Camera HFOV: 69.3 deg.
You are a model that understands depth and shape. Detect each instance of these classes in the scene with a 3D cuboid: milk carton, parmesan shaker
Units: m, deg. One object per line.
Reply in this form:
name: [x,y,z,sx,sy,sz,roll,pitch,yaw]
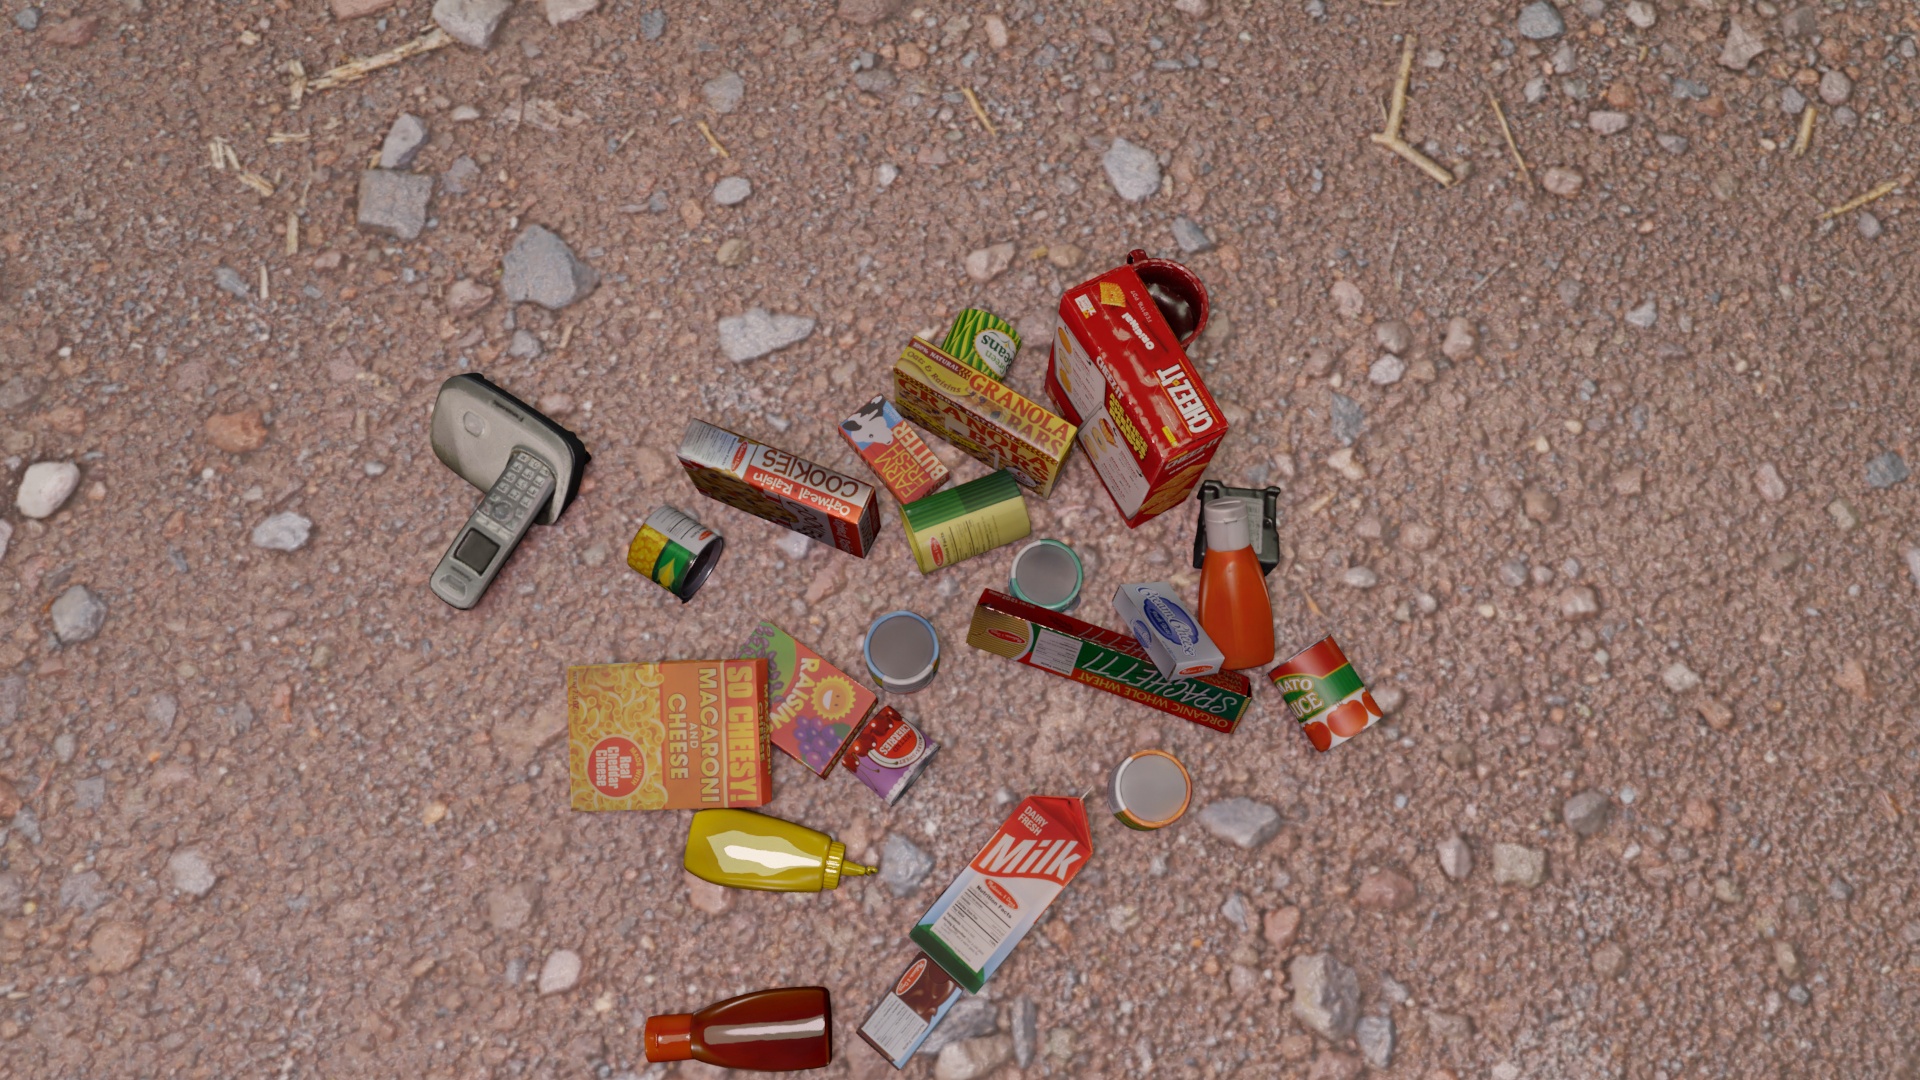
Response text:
milk carton: [0.046,0.279,1.160,0.073,0.072,0.191,41,78,9]
parmesan shaker: [0.004,-0.016,1.246,0.103,0.071,0.071,-20,76,-8]

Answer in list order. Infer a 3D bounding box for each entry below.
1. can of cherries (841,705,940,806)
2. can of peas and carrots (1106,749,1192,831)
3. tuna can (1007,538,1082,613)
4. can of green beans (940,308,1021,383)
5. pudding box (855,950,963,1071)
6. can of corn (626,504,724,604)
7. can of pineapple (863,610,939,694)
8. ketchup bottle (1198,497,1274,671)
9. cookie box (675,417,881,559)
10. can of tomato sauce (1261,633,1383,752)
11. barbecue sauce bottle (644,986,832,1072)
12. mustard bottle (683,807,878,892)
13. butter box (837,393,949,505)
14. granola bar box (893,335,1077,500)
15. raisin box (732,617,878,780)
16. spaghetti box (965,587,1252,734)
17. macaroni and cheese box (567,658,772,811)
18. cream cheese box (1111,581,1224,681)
can of cherries: [-0.059,0.182,1.184,0.058,0.071,0.071,39,77,9]
can of peas and carrots: [0.163,0.214,1.188,0.071,0.058,0.071,0,75,-1]
tuna can: [0.078,0.035,1.248,0.071,0.032,0.071,0,74,-1]
can of green beans: [0.016,-0.173,1.287,0.071,0.071,0.058,27,76,6]
pudding box: [-0.041,0.388,1.149,0.050,0.030,0.084,39,77,10]
can of corn: [-0.253,0.012,1.230,0.058,0.071,0.071,31,76,7]
can of pineapple: [-0.052,0.097,1.215,0.071,0.057,0.071,0,75,-1]
ketchup bottle: [0.237,0.038,1.210,0.065,0.044,0.148,-8,107,0]
cookie box: [-0.155,-0.044,1.217,0.167,0.122,0.040,21,76,4]
can of tomato sauce: [0.316,0.134,1.210,0.071,0.071,0.083,-30,78,-9]
barbecue sauce bottle: [-0.180,0.402,1.135,0.149,0.043,0.065,-4,75,-2]
mustard bottle: [-0.149,0.267,1.170,0.160,0.048,0.065,11,75,1]
butter box: [-0.061,-0.081,1.281,0.053,0.024,0.103,-39,79,-12]
granola bar box: [0.021,-0.108,1.239,0.165,0.124,0.039,30,78,6]
raisin box: [-0.145,0.138,1.211,0.123,0.040,0.086,33,76,8]
spaghetti box: [0.130,0.106,1.219,0.250,0.049,0.029,19,36,3]
macaroni and cheese box: [-0.245,0.163,1.174,0.166,0.040,0.123,-3,87,9]
cream cheese box: [0.180,0.078,1.212,0.053,0.024,0.104,-4,40,-28]
